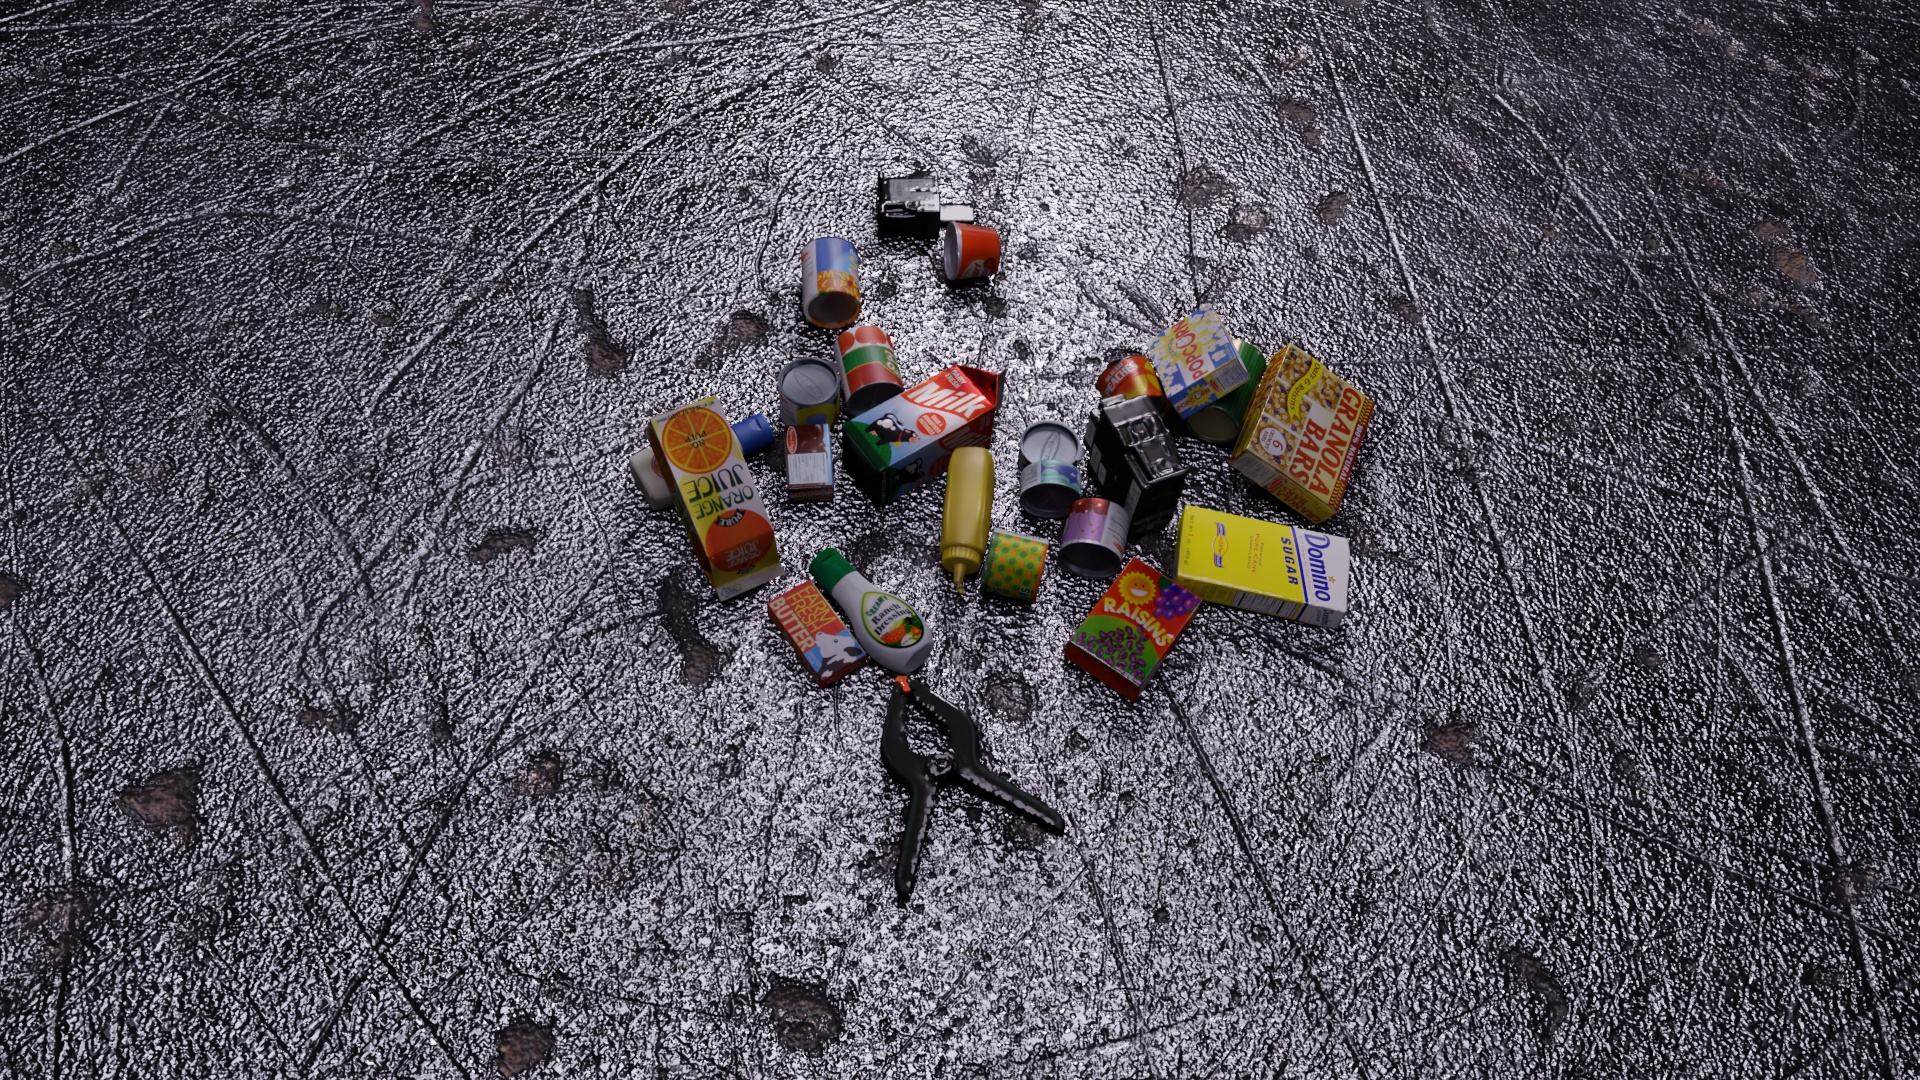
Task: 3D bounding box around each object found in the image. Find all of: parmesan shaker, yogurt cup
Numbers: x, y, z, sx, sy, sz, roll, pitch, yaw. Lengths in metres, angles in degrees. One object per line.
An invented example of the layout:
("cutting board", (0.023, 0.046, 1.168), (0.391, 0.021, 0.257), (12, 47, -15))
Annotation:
("parmesan shaker", (0.292, -0.164, 1.545), (0.071, 0.071, 0.103), (22, 60, 9))
("yogurt cup", (0.013, -0.339, 1.631), (0.054, 0.072, 0.073), (-2, 58, -15))

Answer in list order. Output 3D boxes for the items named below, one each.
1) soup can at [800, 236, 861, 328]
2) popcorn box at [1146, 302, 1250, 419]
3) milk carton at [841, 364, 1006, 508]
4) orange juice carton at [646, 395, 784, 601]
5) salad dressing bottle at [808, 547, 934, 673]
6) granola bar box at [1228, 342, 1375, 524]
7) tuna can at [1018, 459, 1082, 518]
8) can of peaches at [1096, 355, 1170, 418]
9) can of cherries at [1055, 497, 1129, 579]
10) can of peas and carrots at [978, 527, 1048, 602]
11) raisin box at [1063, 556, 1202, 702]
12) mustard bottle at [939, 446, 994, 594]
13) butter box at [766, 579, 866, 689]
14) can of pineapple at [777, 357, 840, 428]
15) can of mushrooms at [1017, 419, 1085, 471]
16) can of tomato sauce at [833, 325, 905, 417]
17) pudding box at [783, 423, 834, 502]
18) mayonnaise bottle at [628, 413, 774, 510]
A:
("soup can", (-0.145, -0.294, 1.586), (0.071, 0.071, 0.084), (-3, 59, -7))
("popcorn box", (0.258, -0.196, 1.517), (0.085, 0.038, 0.127), (-32, 33, 17))
("milk carton", (-0.029, -0.121, 1.483), (0.191, 0.072, 0.073), (-30, 65, -22))
("orange juice carton", (-0.245, -0.040, 1.393), (0.072, 0.073, 0.192), (-22, 86, -18))
("salad dressing bottle", (-0.091, 0.067, 1.376), (0.064, 0.043, 0.148), (-36, 67, -28))
("granola bar box", (0.374, -0.118, 1.513), (0.124, 0.039, 0.166), (33, 59, -10))
("tuna can", (0.097, -0.053, 1.456), (0.071, 0.070, 0.033), (4, 57, -2))
("can of peaches", (0.190, -0.161, 1.529), (0.071, 0.071, 0.058), (-15, 62, -14))
("can of cherries", (0.135, -0.002, 1.428), (0.071, 0.071, 0.059), (13, 58, 3))
("can of peas and carrots", (0.054, 0.027, 1.402), (0.059, 0.070, 0.071), (13, 58, 2))
("raisin box", (0.174, 0.088, 1.389), (0.086, 0.040, 0.124), (32, 62, 16))
("mustard bottle", (0.005, -0.018, 1.427), (0.049, 0.065, 0.161), (1, 60, 11))
("butter box", (-0.142, 0.092, 1.368), (0.053, 0.024, 0.104), (-30, 65, -22))
("can of pineapple", (-0.162, -0.155, 1.502), (0.071, 0.057, 0.071), (2, 58, -4))
("can of mushrooms", (0.098, -0.094, 1.500), (0.071, 0.033, 0.071), (2, 57, -4))
("can of tomato sauce", (-0.098, -0.184, 1.520), (0.071, 0.070, 0.083), (-9, 59, -11))
("pudding box", (-0.160, -0.083, 1.472), (0.050, 0.030, 0.084), (-4, 58, -6))
("mayonnaise bottle", (-0.269, -0.089, 1.460), (0.148, 0.041, 0.065), (-28, 70, -19))
